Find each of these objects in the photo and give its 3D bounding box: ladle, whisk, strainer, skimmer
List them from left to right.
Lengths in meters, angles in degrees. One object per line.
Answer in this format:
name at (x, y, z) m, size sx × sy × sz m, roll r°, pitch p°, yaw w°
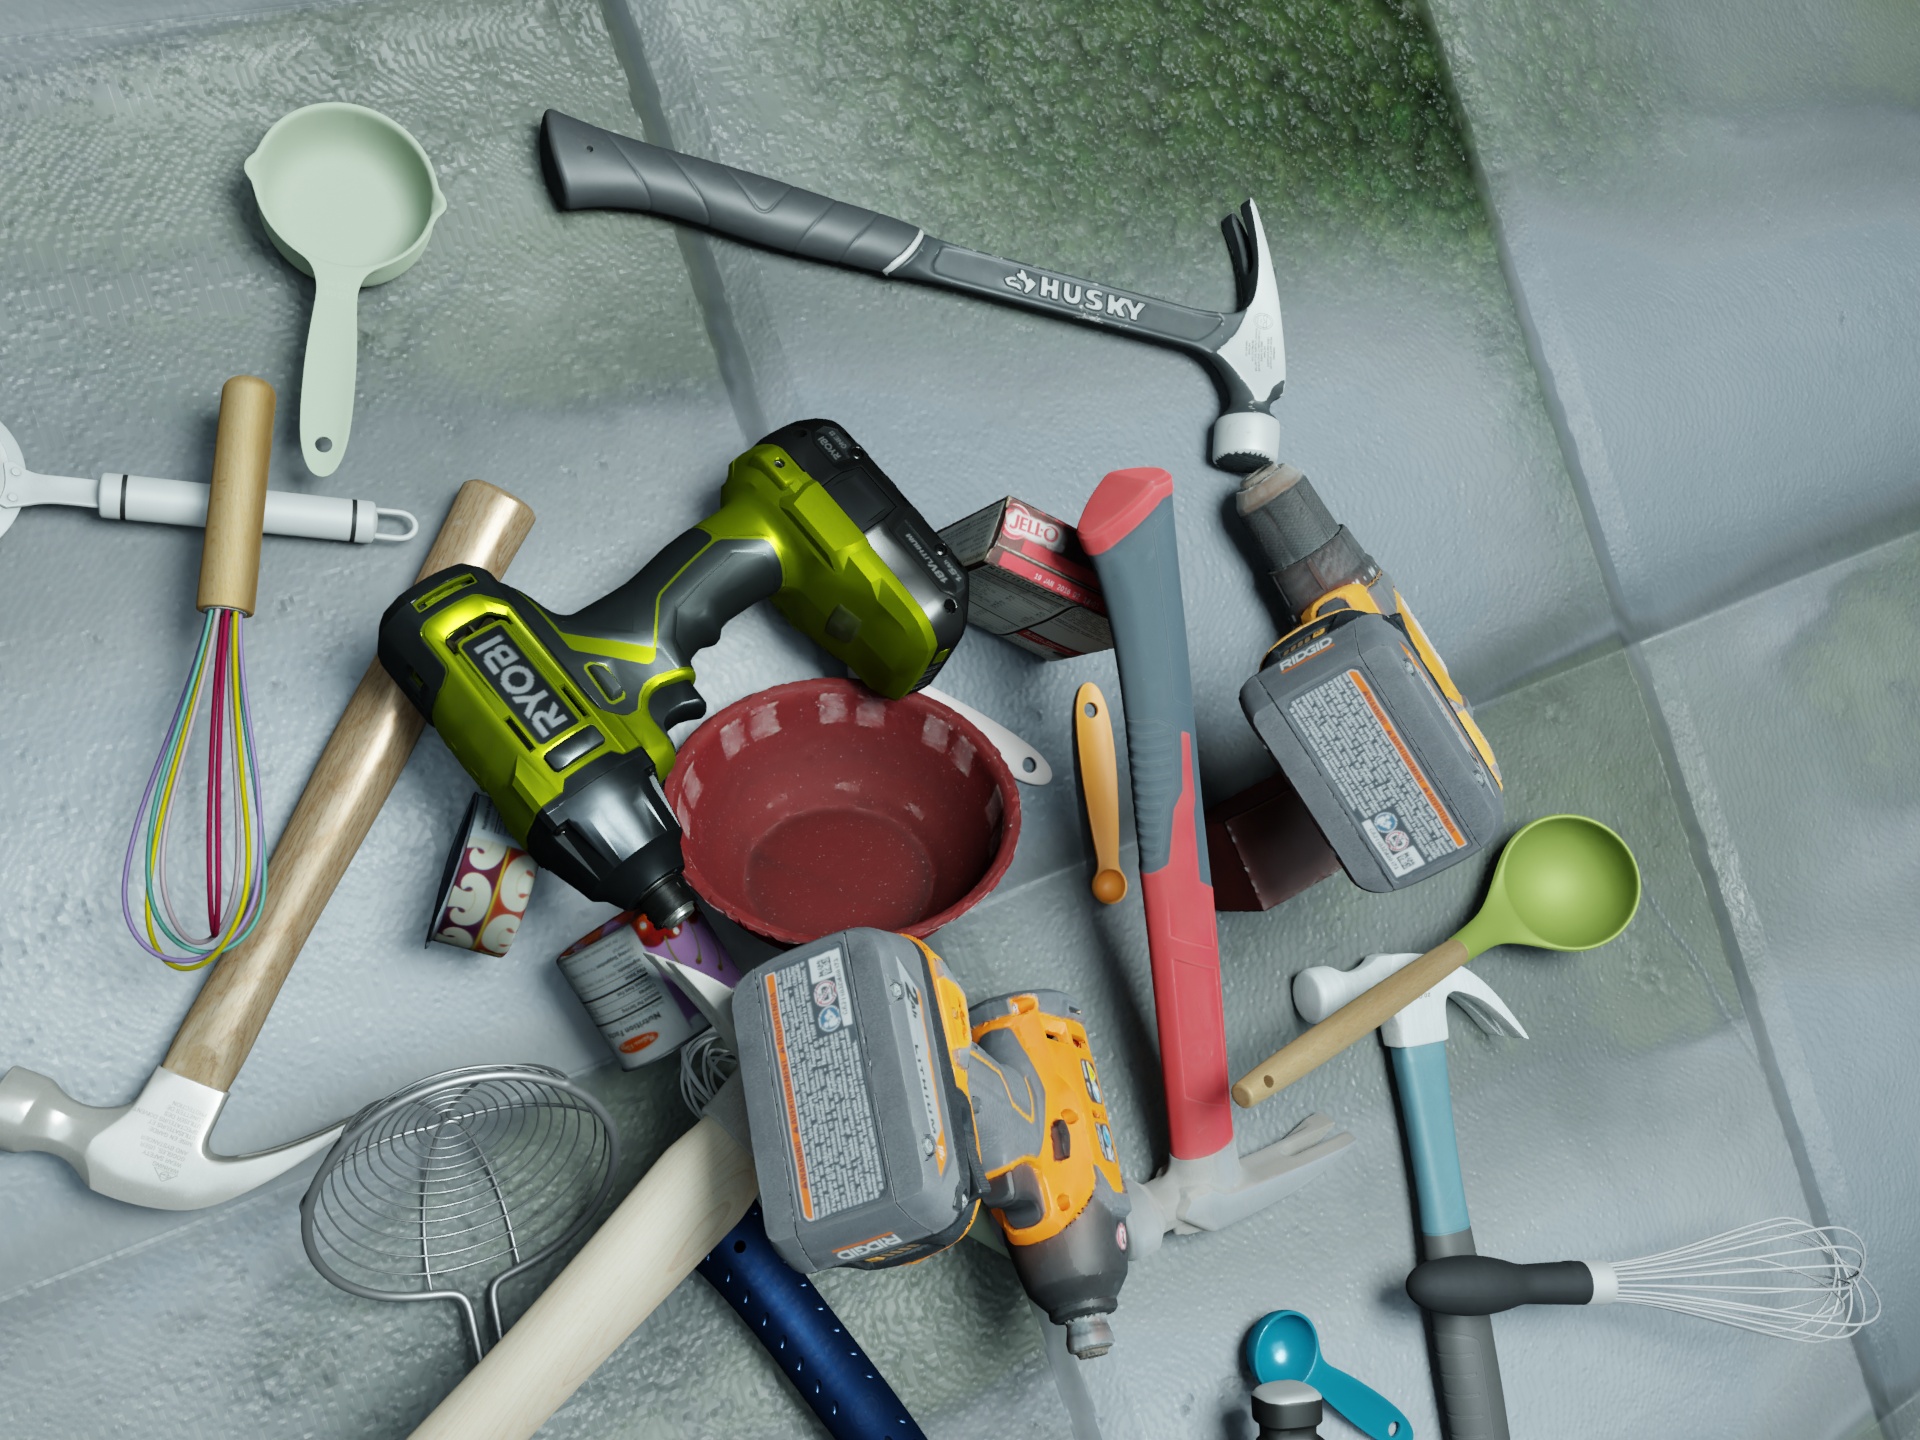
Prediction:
strainer at (-0.360, -0.096, 0.658) m, size 0.258 × 0.050 × 0.087 m, roll 4°, pitch 67°, yaw -25°
whisk at (-0.294, -0.023, 0.640) m, size 0.051 × 0.047 × 0.245 m, roll 10°, pitch 74°, yaw -38°
skimmer at (-0.178, 0.320, 0.648) m, size 0.127 × 0.090 × 0.363 m, roll -10°, pitch 87°, yaw -25°
whisk at (-0.028, 0.210, 0.751) m, size 0.246 × 0.059 × 0.058 m, roll 35°, pitch 109°, yaw -18°
ladle at (0.252, 0.126, 0.824) m, size 0.320 × 0.062 × 0.078 m, roll -20°, pitch 77°, yaw -39°
whisk at (0.367, 0.301, 0.855) m, size 0.284 × 0.070 × 0.070 m, roll 4°, pitch 82°, yaw -14°

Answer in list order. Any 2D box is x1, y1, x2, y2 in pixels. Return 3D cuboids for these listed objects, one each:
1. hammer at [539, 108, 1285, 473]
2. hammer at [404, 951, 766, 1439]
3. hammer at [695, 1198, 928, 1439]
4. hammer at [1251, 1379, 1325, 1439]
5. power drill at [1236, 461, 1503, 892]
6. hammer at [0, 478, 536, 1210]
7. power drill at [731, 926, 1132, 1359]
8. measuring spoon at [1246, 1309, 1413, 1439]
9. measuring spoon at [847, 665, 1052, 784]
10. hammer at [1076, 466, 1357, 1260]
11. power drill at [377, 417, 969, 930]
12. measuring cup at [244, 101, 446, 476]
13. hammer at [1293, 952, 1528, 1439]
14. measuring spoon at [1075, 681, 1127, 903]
hammer at (-0.010, -0.242, 0.819) m, size 0.408 × 0.036 × 0.149 m, roll 10°, pitch 79°, yaw -20°
hammer at (-0.201, 0.274, 0.589) m, size 0.411 × 0.038 × 0.146 m, roll -46°, pitch 115°, yaw -26°
hammer at (0.006, 0.385, 0.744) m, size 0.144 × 0.035 × 0.405 m, roll -38°, pitch 98°, yaw -21°
hammer at (0.019, 0.384, 0.712) m, size 0.336 × 0.034 × 0.127 m, roll 1°, pitch 82°, yaw -21°
power drill at (0.193, -0.033, 0.793) m, size 0.084 × 0.226 × 0.185 m, roll -31°, pitch 98°, yaw 21°
hammer at (-0.268, 0.046, 0.680) m, size 0.130 × 0.031 × 0.331 m, roll 28°, pitch 74°, yaw -16°
power drill at (0.005, 0.183, 0.669) m, size 0.226 × 0.084 × 0.164 m, roll 34°, pitch 37°, yaw -56°
measuring spoon at (0.193, 0.350, 0.838) m, size 0.128 × 0.021 × 0.042 m, roll 40°, pitch 70°, yaw -22°
measuring spoon at (-0.001, -0.003, 0.800) m, size 0.124 × 0.018 × 0.034 m, roll 33°, pitch 72°, yaw -16°
hammer at (0.115, 0.069, 0.754) m, size 0.143 × 0.038 × 0.386 m, roll -17°, pitch 112°, yaw -23°
power drill at (-0.110, -0.025, 0.694) m, size 0.223 × 0.080 × 0.171 m, roll -36°, pitch 80°, yaw -31°
measuring cup at (-0.276, -0.186, 0.704) m, size 0.083 × 0.038 × 0.167 m, roll 5°, pitch 83°, yaw -21°
hammer at (0.264, 0.290, 0.862) m, size 0.128 × 0.033 × 0.331 m, roll -7°, pitch 86°, yaw -21°
measuring spoon at (0.071, 0.038, 0.831) m, size 0.021 × 0.011 × 0.117 m, roll -2°, pitch 80°, yaw -23°
